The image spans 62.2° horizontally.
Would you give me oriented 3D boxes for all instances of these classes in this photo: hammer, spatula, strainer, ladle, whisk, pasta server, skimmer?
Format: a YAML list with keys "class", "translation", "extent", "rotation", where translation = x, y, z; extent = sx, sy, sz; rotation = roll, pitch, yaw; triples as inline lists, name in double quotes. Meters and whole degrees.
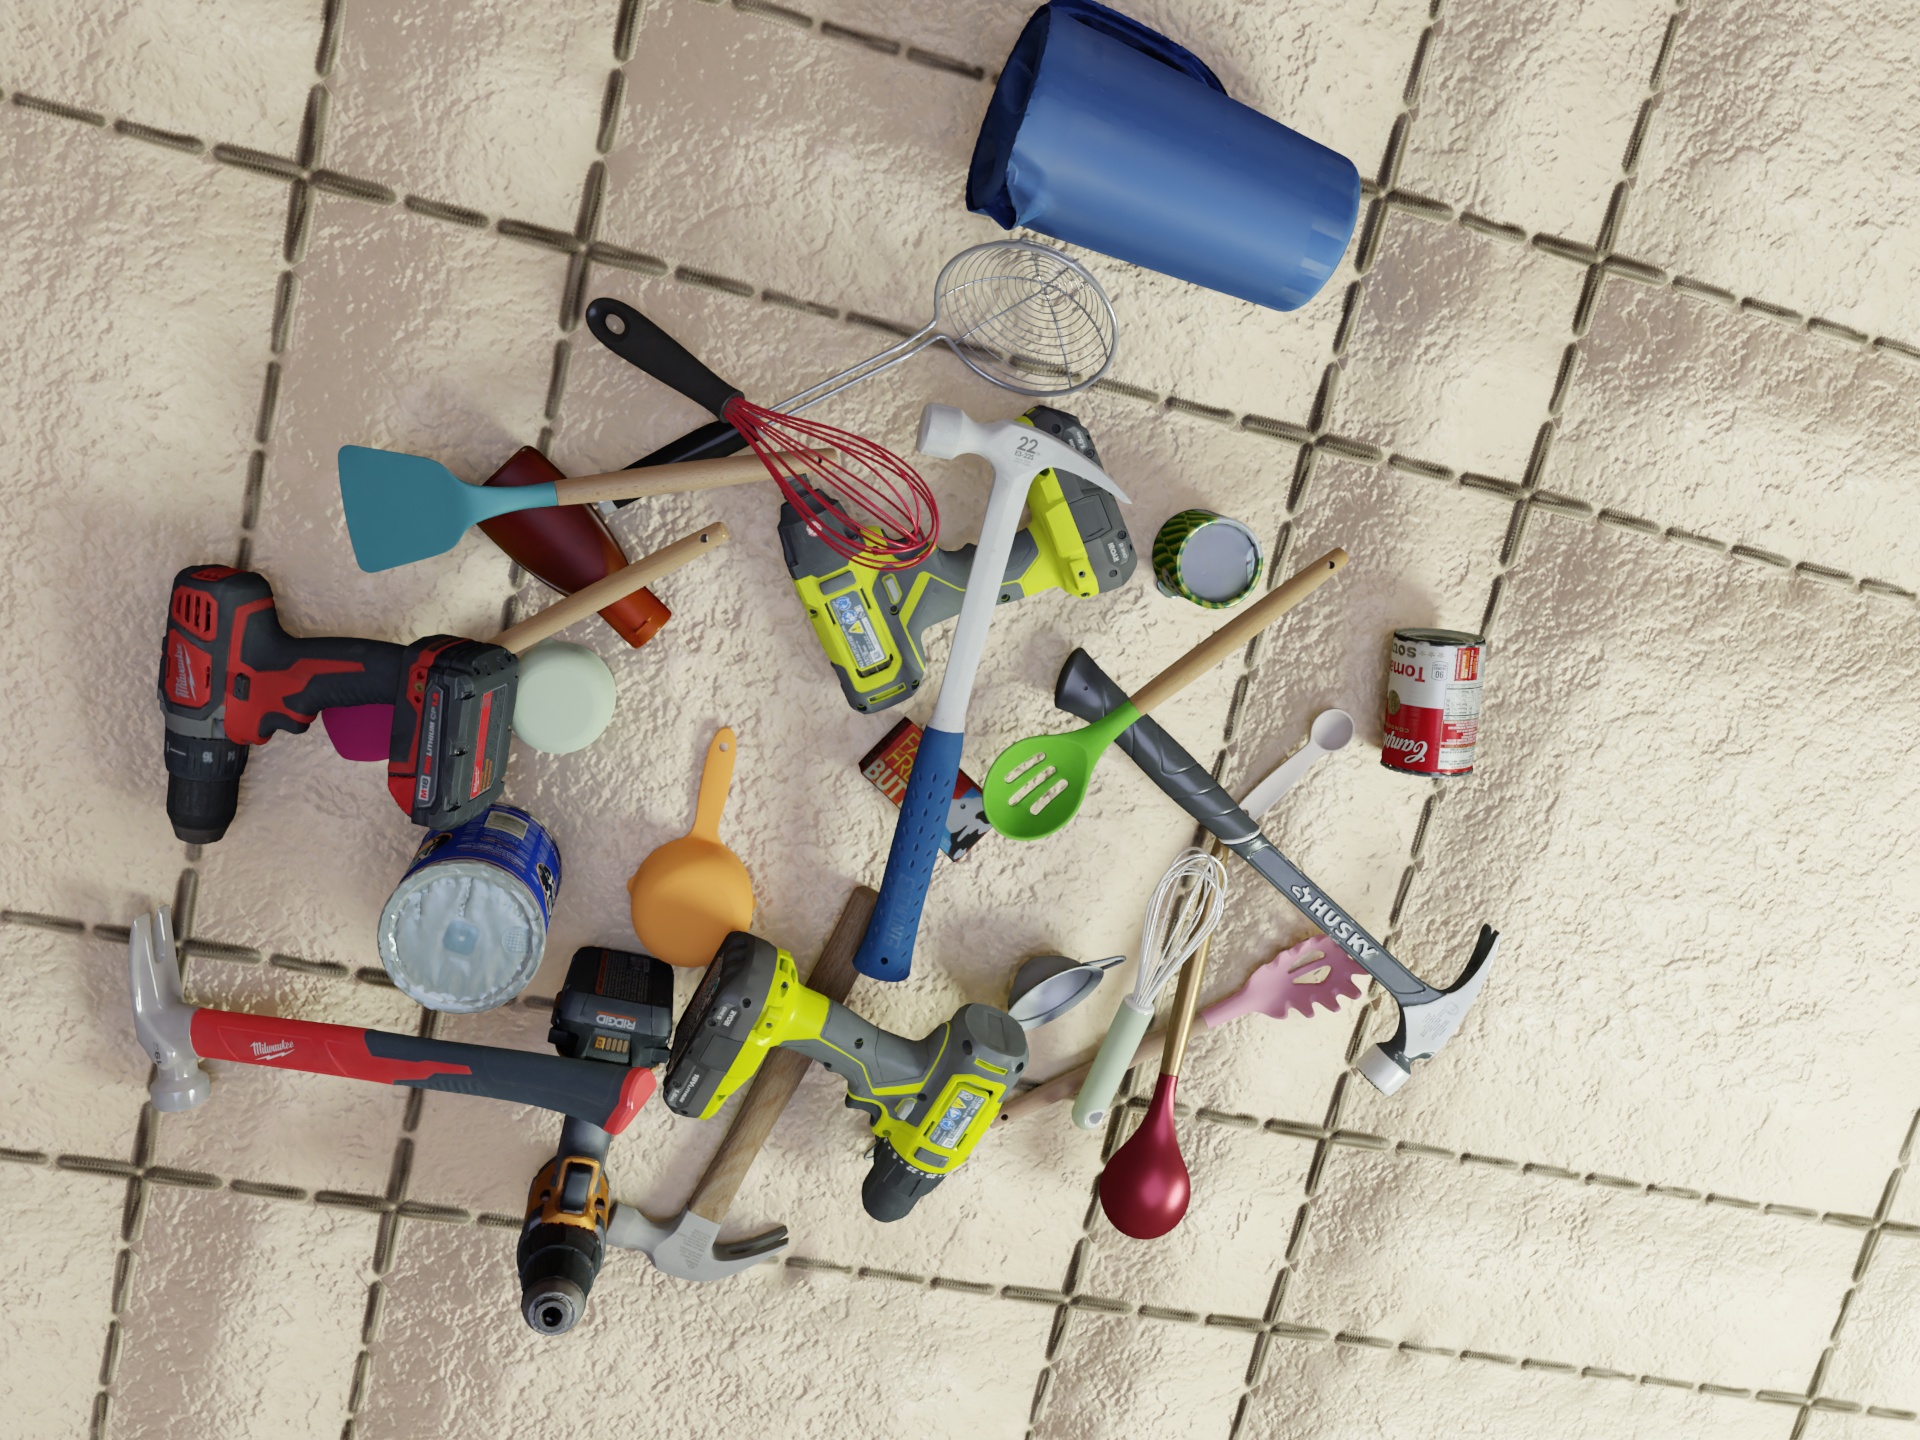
- class: "hammer"
  translation: [0.225, 0.094, 1.178]
  extent: [0.409, 0.036, 0.149]
  rotation: [43, 94, -7]
- class: "spatula"
  translation: [-0.238, -0.154, 1.036]
  extent: [0.317, 0.044, 0.082]
  rotation: [-9, 104, -13]
- class: "strainer"
  translation: [0.017, 0.248, 1.205]
  extent: [0.258, 0.050, 0.086]
  rotation: [-44, 149, 8]
- class: "ladle"
  translation: [0.165, 0.243, 1.206]
  extent: [0.069, 0.031, 0.315]
  rotation: [13, 90, 6]
- class: "hammer"
  translation: [-0.137, 0.274, 1.190]
  extent: [0.130, 0.031, 0.331]
  rotation: [27, 97, -14]
- class: "whisk"
  translation: [0.135, 0.202, 1.177]
  extent: [0.057, 0.059, 0.246]
  rotation: [9, 113, -32]
- class: "pasta server"
  translation: [0.165, 0.245, 1.230]
  extent: [0.316, 0.040, 0.060]
  rotation: [-24, 93, -2]
- class: "skimmer"
  translation: [-0.075, -0.210, 1.060]
  extent: [0.363, 0.090, 0.127]
  rotation: [-26, 136, 0]
- class: "hammer"
  translation: [-0.381, 0.207, 1.047]
  extent: [0.386, 0.038, 0.143]
  rotation: [3, 104, 18]
- class: "whisk"
  translation: [-0.132, -0.190, 1.017]
  extent: [0.296, 0.073, 0.073]
  rotation: [37, 95, 16]
- class: "hammer"
  translation: [-0.002, -0.003, 1.084]
  extent: [0.144, 0.035, 0.405]
  rotation: [11, 109, -10]

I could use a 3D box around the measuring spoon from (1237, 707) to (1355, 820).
- class: "measuring spoon"
  translation: [0.248, 0.037, 1.211]
  extent: [0.034, 0.018, 0.124]
  rotation: [42, 100, -17]

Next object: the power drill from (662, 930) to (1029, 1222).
- class: "power drill"
  translation: [-0.089, 0.259, 1.131]
  extent: [0.228, 0.080, 0.190]
  rotation: [24, 115, -14]

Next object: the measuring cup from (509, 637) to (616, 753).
- class: "measuring cup"
  translation: [-0.321, -0.004, 1.092]
  extent: [0.167, 0.038, 0.083]
  rotation: [-13, 104, -7]

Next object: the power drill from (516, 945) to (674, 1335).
- class: "power drill"
  translation: [-0.258, 0.290, 1.097]
  extent: [0.084, 0.185, 0.226]
  rotation: [13, 97, -11]

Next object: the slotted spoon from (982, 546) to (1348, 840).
- class: "slotted spoon"
  translation: [0.146, -0.023, 1.128]
  extent: [0.314, 0.031, 0.070]
  rotation: [-37, 97, 4]

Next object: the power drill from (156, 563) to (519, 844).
- class: "power drill"
  translation: [-0.418, 0.009, 1.042]
  extent: [0.227, 0.080, 0.188]
  rotation: [13, 104, 6]

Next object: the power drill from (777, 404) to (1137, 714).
- class: "power drill"
  translation: [-0.006, -0.124, 1.099]
  extent: [0.223, 0.080, 0.171]
  rotation: [-24, 106, 0]

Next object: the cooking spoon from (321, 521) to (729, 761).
- class: "cooking spoon"
  translation: [-0.293, -0.057, 1.061]
  extent: [0.319, 0.017, 0.069]
  rotation: [-26, 89, 11]

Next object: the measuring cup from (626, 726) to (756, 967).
- class: "measuring cup"
  translation: [-0.182, 0.093, 1.129]
  extent: [0.095, 0.052, 0.173]
  rotation: [11, 103, -11]
